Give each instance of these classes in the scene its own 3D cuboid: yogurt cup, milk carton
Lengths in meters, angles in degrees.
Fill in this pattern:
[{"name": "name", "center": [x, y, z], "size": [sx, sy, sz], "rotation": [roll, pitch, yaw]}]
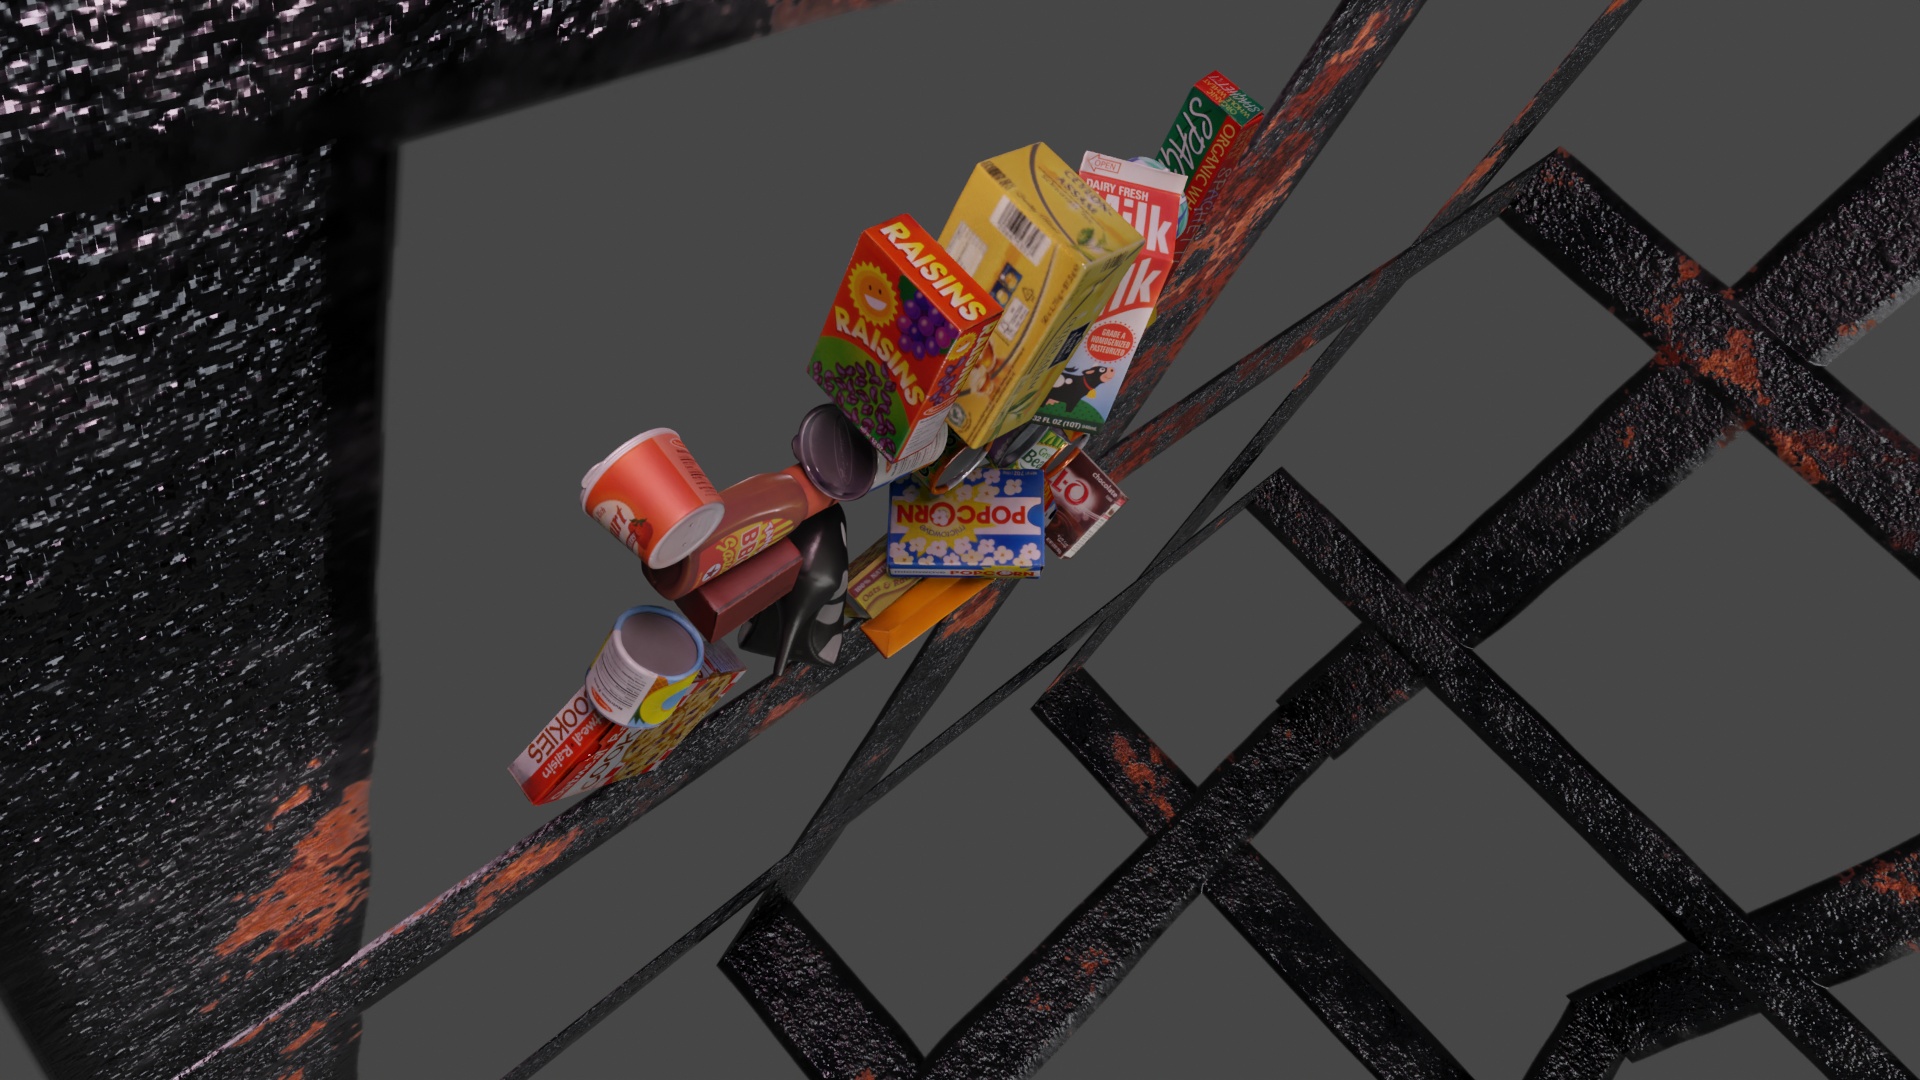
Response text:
[{"name": "yogurt cup", "center": [-0.169, -0.021, 0.777], "size": [0.072, 0.054, 0.072], "rotation": [-42, 168, -11]}, {"name": "milk carton", "center": [0.087, -0.170, 0.934], "size": [0.074, 0.072, 0.189], "rotation": [-93, -162, -47]}]

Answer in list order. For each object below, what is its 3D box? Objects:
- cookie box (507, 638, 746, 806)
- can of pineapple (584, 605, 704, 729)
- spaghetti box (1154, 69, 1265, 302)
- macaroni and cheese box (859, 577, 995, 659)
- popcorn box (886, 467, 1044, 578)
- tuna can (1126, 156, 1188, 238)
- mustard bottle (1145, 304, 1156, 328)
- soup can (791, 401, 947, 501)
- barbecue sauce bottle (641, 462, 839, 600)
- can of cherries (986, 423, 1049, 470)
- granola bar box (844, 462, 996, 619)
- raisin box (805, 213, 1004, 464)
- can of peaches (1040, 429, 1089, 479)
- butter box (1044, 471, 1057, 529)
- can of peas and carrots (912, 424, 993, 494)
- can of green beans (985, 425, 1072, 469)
[{"name": "cookie box", "center": [-0.252, 0.137, 1.071], "size": [0.122, 0.040, 0.167], "rotation": [-46, 167, 13]}, {"name": "can of pineapple", "center": [-0.216, 0.086, 0.956], "size": [0.071, 0.071, 0.057], "rotation": [-27, 159, -52]}, {"name": "spaghetti box", "center": [0.156, -0.247, 1.062], "size": [0.029, 0.050, 0.248], "rotation": [-38, 166, -31]}, {"name": "macaroni and cheese box", "center": [-0.021, 0.032, 1.262], "size": [0.123, 0.040, 0.167], "rotation": [-36, -171, 13]}, {"name": "popcorn box", "center": [0.004, -0.014, 1.130], "size": [0.127, 0.085, 0.038], "rotation": [1, 159, 0]}, {"name": "tuna can", "center": [0.126, -0.233, 0.971], "size": [0.033, 0.071, 0.070], "rotation": [-38, 167, -27]}, {"name": "mustard bottle", "center": [0.080, -0.170, 1.051], "size": [0.161, 0.048, 0.065], "rotation": [-17, -171, -42]}, {"name": "soup can", "center": [-0.060, -0.070, 0.939], "size": [0.084, 0.071, 0.071], "rotation": [-29, 161, -51]}, {"name": "barbecue sauce bottle", "center": [-0.139, -0.015, 0.916], "size": [0.149, 0.044, 0.064], "rotation": [-32, 163, -43]}, {"name": "can of cherries", "center": [0.034, -0.100, 1.143], "size": [0.071, 0.058, 0.071], "rotation": [-42, 168, -11]}, {"name": "granola bar box", "center": [-0.038, 0.002, 1.212], "size": [0.166, 0.039, 0.124], "rotation": [-41, -172, -13]}, {"name": "raisin box", "center": [-0.035, -0.116, 0.811], "size": [0.040, 0.086, 0.122], "rotation": [-31, 163, -37]}, {"name": "can of peaches", "center": [0.077, -0.096, 1.291], "size": [0.071, 0.058, 0.071], "rotation": [-42, 167, -11]}, {"name": "butter box", "center": [0.062, -0.030, 1.283], "size": [0.053, 0.024, 0.103], "rotation": [-58, 161, -11]}, {"name": "can of peas and carrots", "center": [-0.018, -0.077, 1.055], "size": [0.071, 0.059, 0.070], "rotation": [-41, 167, -11]}, {"name": "can of green beans", "center": [0.051, -0.090, 1.209], "size": [0.057, 0.071, 0.071], "rotation": [-46, 167, 13]}]
